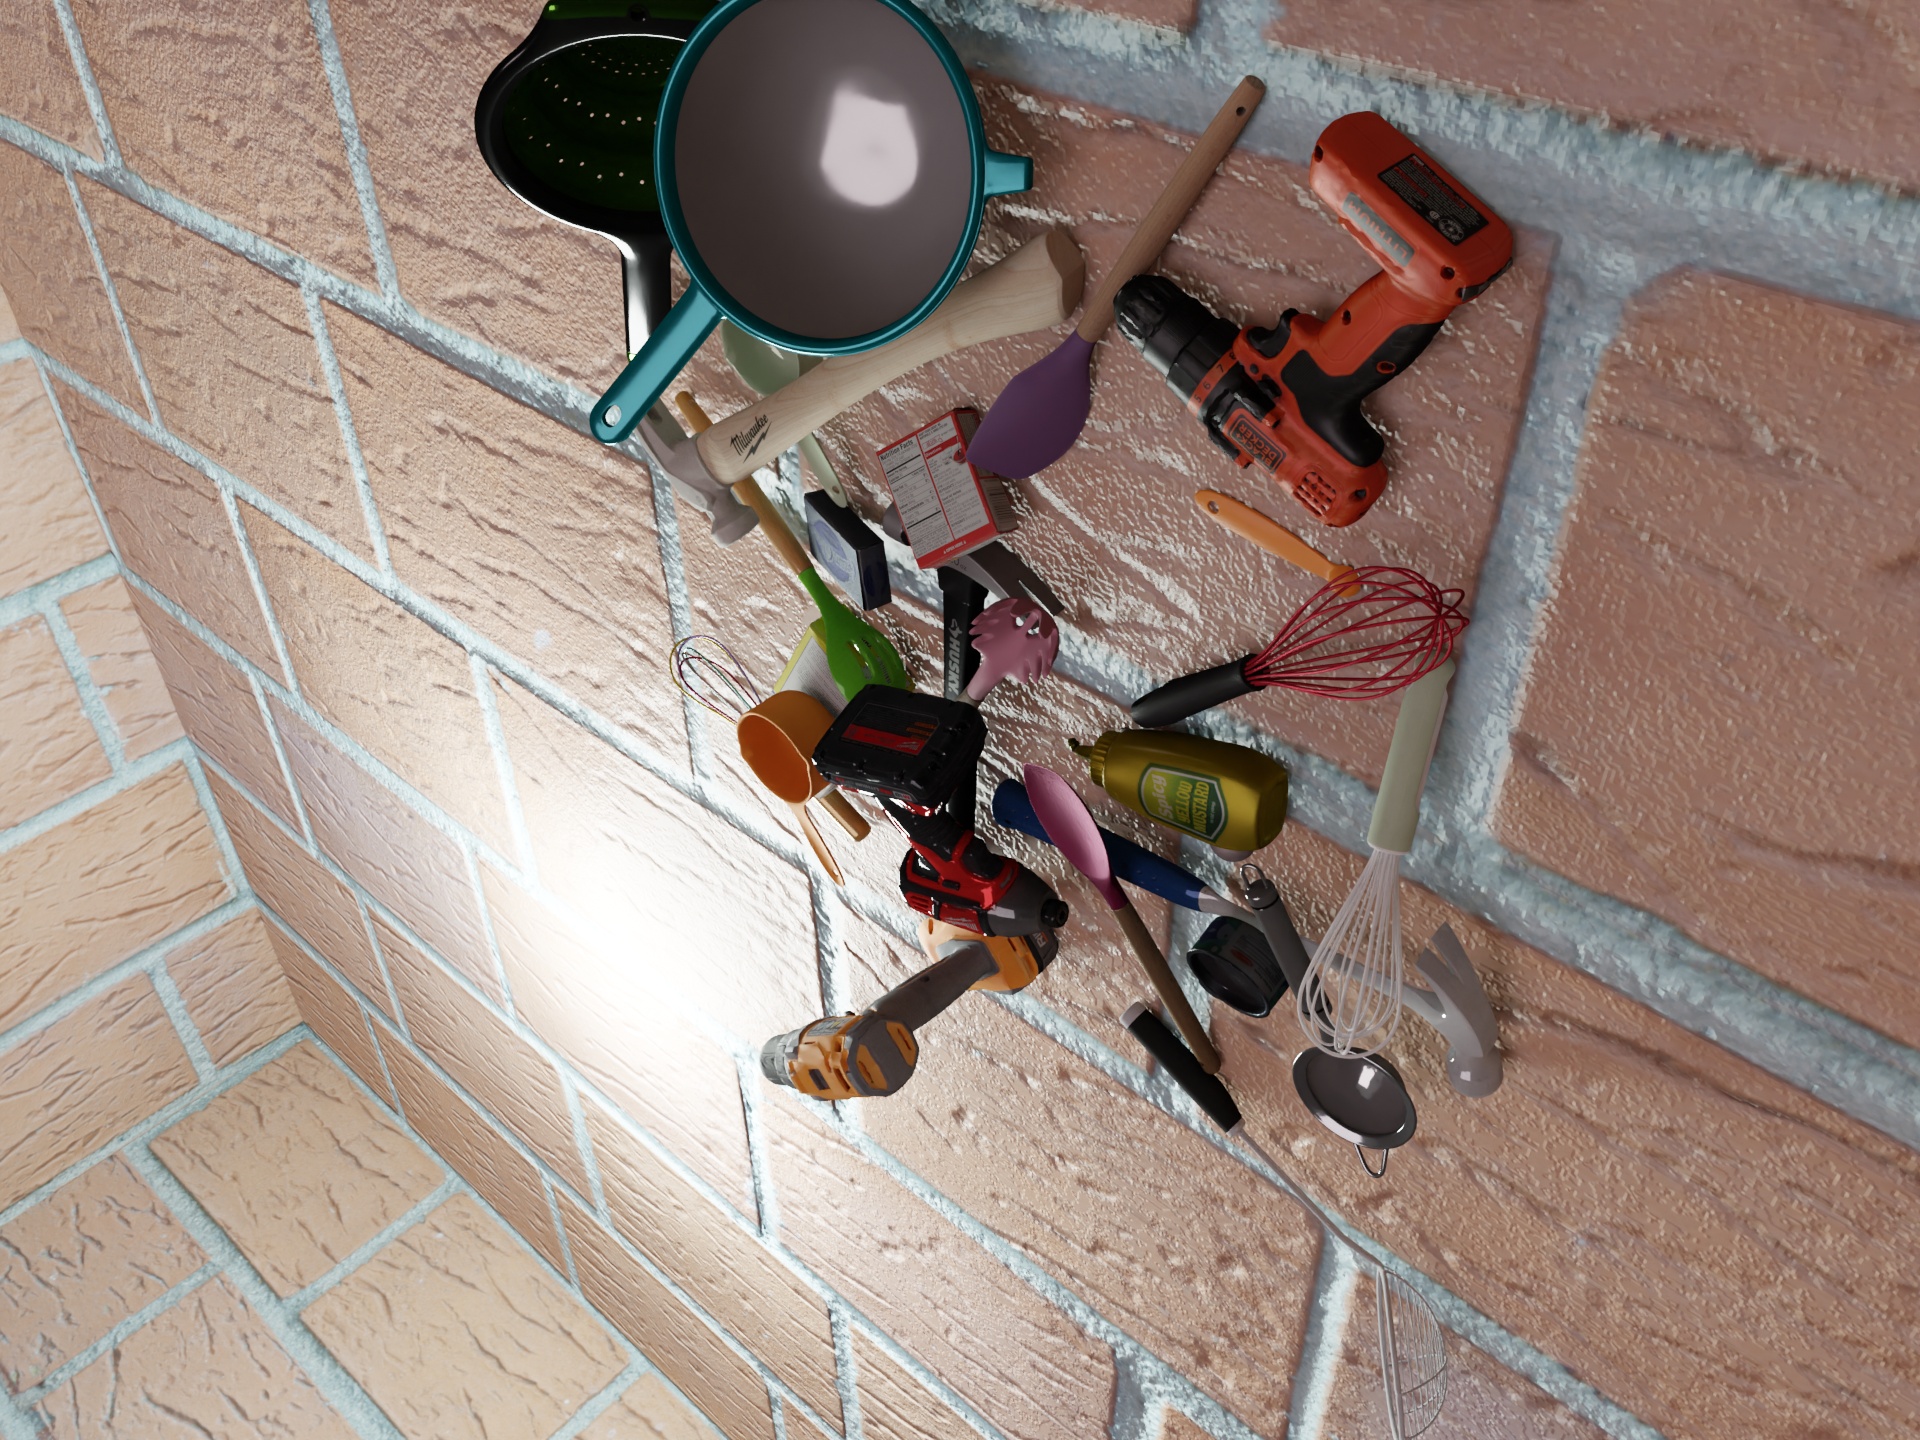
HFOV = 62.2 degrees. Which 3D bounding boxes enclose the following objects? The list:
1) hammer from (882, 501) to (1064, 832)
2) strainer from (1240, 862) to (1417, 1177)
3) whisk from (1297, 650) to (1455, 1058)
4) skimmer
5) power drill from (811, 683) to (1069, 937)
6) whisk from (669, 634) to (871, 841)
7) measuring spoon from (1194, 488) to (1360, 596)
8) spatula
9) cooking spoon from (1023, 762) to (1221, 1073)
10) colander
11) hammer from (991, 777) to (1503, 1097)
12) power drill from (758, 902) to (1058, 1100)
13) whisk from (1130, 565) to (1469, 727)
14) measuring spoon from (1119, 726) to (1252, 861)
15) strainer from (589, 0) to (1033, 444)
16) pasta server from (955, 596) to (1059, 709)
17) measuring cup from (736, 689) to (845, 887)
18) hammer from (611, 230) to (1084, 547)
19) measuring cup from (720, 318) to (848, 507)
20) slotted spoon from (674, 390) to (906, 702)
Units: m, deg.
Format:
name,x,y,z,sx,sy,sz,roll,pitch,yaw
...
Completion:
name,x,y,z,sx,sy,sz,roll,pitch,yaw
hammer,0.004,-0.001,1.205,0.146,0.035,0.334,32,139,30
strainer,0.231,0.187,1.009,0.087,0.050,0.258,-2,127,43
whisk,0.244,0.080,0.911,0.059,0.058,0.246,14,103,13
skimmer,0.231,0.374,1.201,0.363,0.090,0.127,46,179,16
power drill,-0.007,0.080,1.172,0.143,0.078,0.219,13,145,36
whisk,-0.171,0.019,1.419,0.245,0.047,0.051,46,143,7
measuring spoon,0.182,-0.104,0.931,0.117,0.011,0.021,36,141,25
spatula,0.087,-0.239,0.916,0.059,0.018,0.315,17,144,-16
cooking spoon,0.124,0.148,1.144,0.069,0.017,0.318,15,143,52
colander,-0.221,-0.382,1.099,0.397,0.204,0.095,116,149,-68
hammer,0.176,0.122,1.086,0.406,0.035,0.143,24,152,39
power drill,-0.050,0.227,1.288,0.185,0.226,0.084,-20,102,54
whisk,0.186,-0.033,0.943,0.073,0.073,0.296,58,152,-5
measuring spoon,0.150,0.052,1.090,0.124,0.018,0.034,45,144,10
strainer,-0.110,-0.293,0.979,0.211,0.095,0.340,49,121,-1
pasta server,-0.002,-0.004,1.145,0.060,0.040,0.316,38,146,0
measuring cup,-0.117,0.054,1.301,0.095,0.052,0.173,4,126,49
hammer,-0.083,-0.236,1.062,0.410,0.038,0.146,-17,114,46
measuring cup,-0.112,-0.234,1.150,0.083,0.038,0.167,-1,124,47
slotted spoon,-0.136,-0.135,1.242,0.314,0.070,0.031,55,135,12
